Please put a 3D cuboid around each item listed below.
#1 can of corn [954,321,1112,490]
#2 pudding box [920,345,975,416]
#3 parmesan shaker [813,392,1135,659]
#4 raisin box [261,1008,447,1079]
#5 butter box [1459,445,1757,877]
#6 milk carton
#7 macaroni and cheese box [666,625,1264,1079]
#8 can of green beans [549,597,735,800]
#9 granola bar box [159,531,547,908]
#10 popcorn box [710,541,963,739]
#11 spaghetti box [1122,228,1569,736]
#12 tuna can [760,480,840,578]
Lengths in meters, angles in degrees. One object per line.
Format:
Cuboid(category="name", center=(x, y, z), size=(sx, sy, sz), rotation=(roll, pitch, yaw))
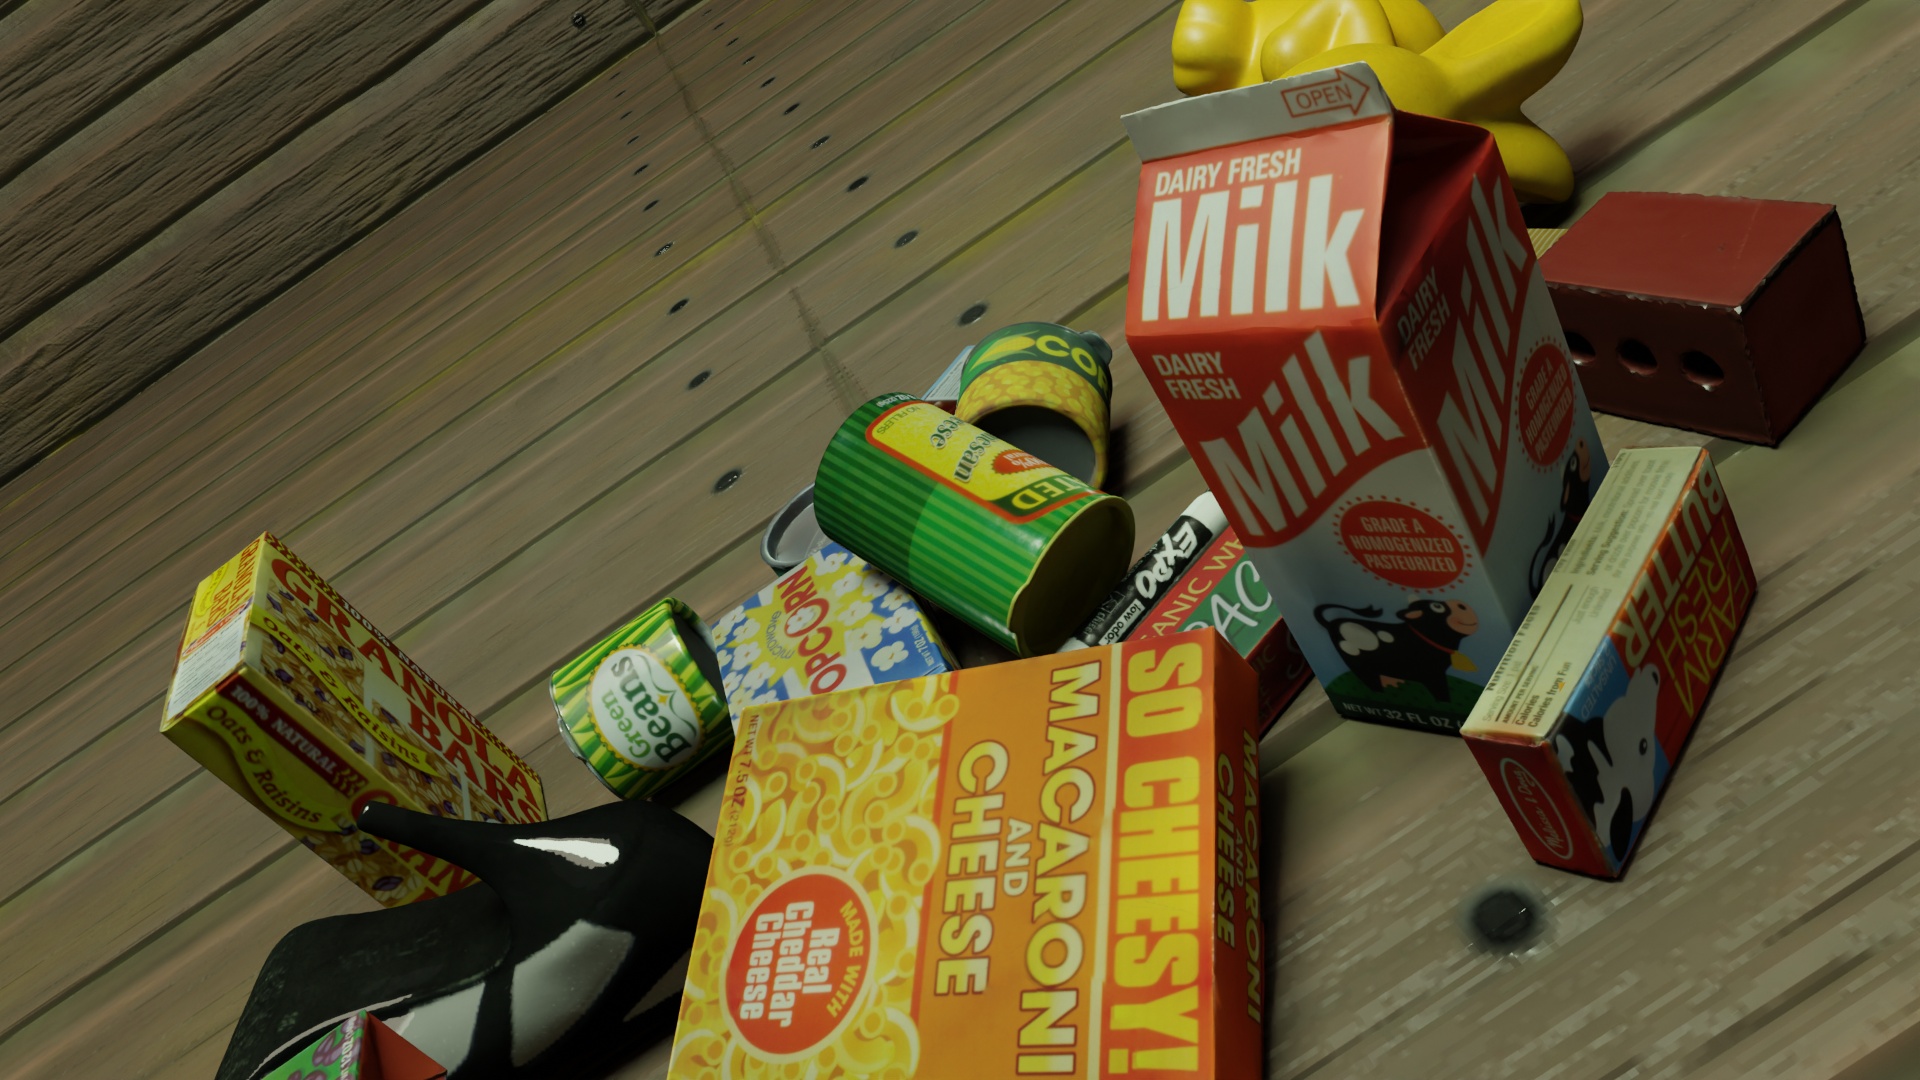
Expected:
Cuboid(category="can of corn", center=(0.032, -0.049, 0.578), size=(0.071, 0.071, 0.058), rotation=(-21, 34, 23))
Cuboid(category="pudding box", center=(0.003, -0.056, 0.652), size=(0.049, 0.030, 0.084), rotation=(6, 49, 47))
Cuboid(category="parmesan shaker", center=(0.002, -0.006, 0.510), size=(0.103, 0.071, 0.071), rotation=(30, 66, 31))
Cuboid(category="raisin box", center=(-0.199, 0.198, 0.370), size=(0.123, 0.040, 0.086), rotation=(-34, 32, -1))
Cuboid(category="butter box", center=(0.168, 0.028, 0.353), size=(0.024, 0.053, 0.104), rotation=(4, 47, 51))
Cuboid(category="milk carton", center=(0.109, -0.036, 0.363), size=(0.072, 0.190, 0.074), rotation=(3, 48, 47))
Cuboid(category="macaroni and cheese box", center=(0.002, 0.098, 0.396), size=(0.166, 0.040, 0.124), rotation=(-13, 54, 29))
Cuboid(category="can of green beans", center=(-0.125, 0.065, 0.572), size=(0.058, 0.071, 0.071), rotation=(-34, 30, 2))
Cuboid(category="granola bar box", center=(-0.230, 0.085, 0.549), size=(0.039, 0.165, 0.124), rotation=(-39, 31, -4))
Cuboid(category="popcorn box", center=(-0.047, 0.052, 0.542), size=(0.085, 0.038, 0.127), rotation=(-33, 30, 1))
Cuboid(category="spaghetti box", center=(0.137, -0.019, 0.471), size=(0.251, 0.028, 0.050), rotation=(-46, 32, -18))
Cuboid(category="tuna can", center=(-0.052, -0.001, 0.626), size=(0.071, 0.032, 0.071), rotation=(-25, 32, 17))
